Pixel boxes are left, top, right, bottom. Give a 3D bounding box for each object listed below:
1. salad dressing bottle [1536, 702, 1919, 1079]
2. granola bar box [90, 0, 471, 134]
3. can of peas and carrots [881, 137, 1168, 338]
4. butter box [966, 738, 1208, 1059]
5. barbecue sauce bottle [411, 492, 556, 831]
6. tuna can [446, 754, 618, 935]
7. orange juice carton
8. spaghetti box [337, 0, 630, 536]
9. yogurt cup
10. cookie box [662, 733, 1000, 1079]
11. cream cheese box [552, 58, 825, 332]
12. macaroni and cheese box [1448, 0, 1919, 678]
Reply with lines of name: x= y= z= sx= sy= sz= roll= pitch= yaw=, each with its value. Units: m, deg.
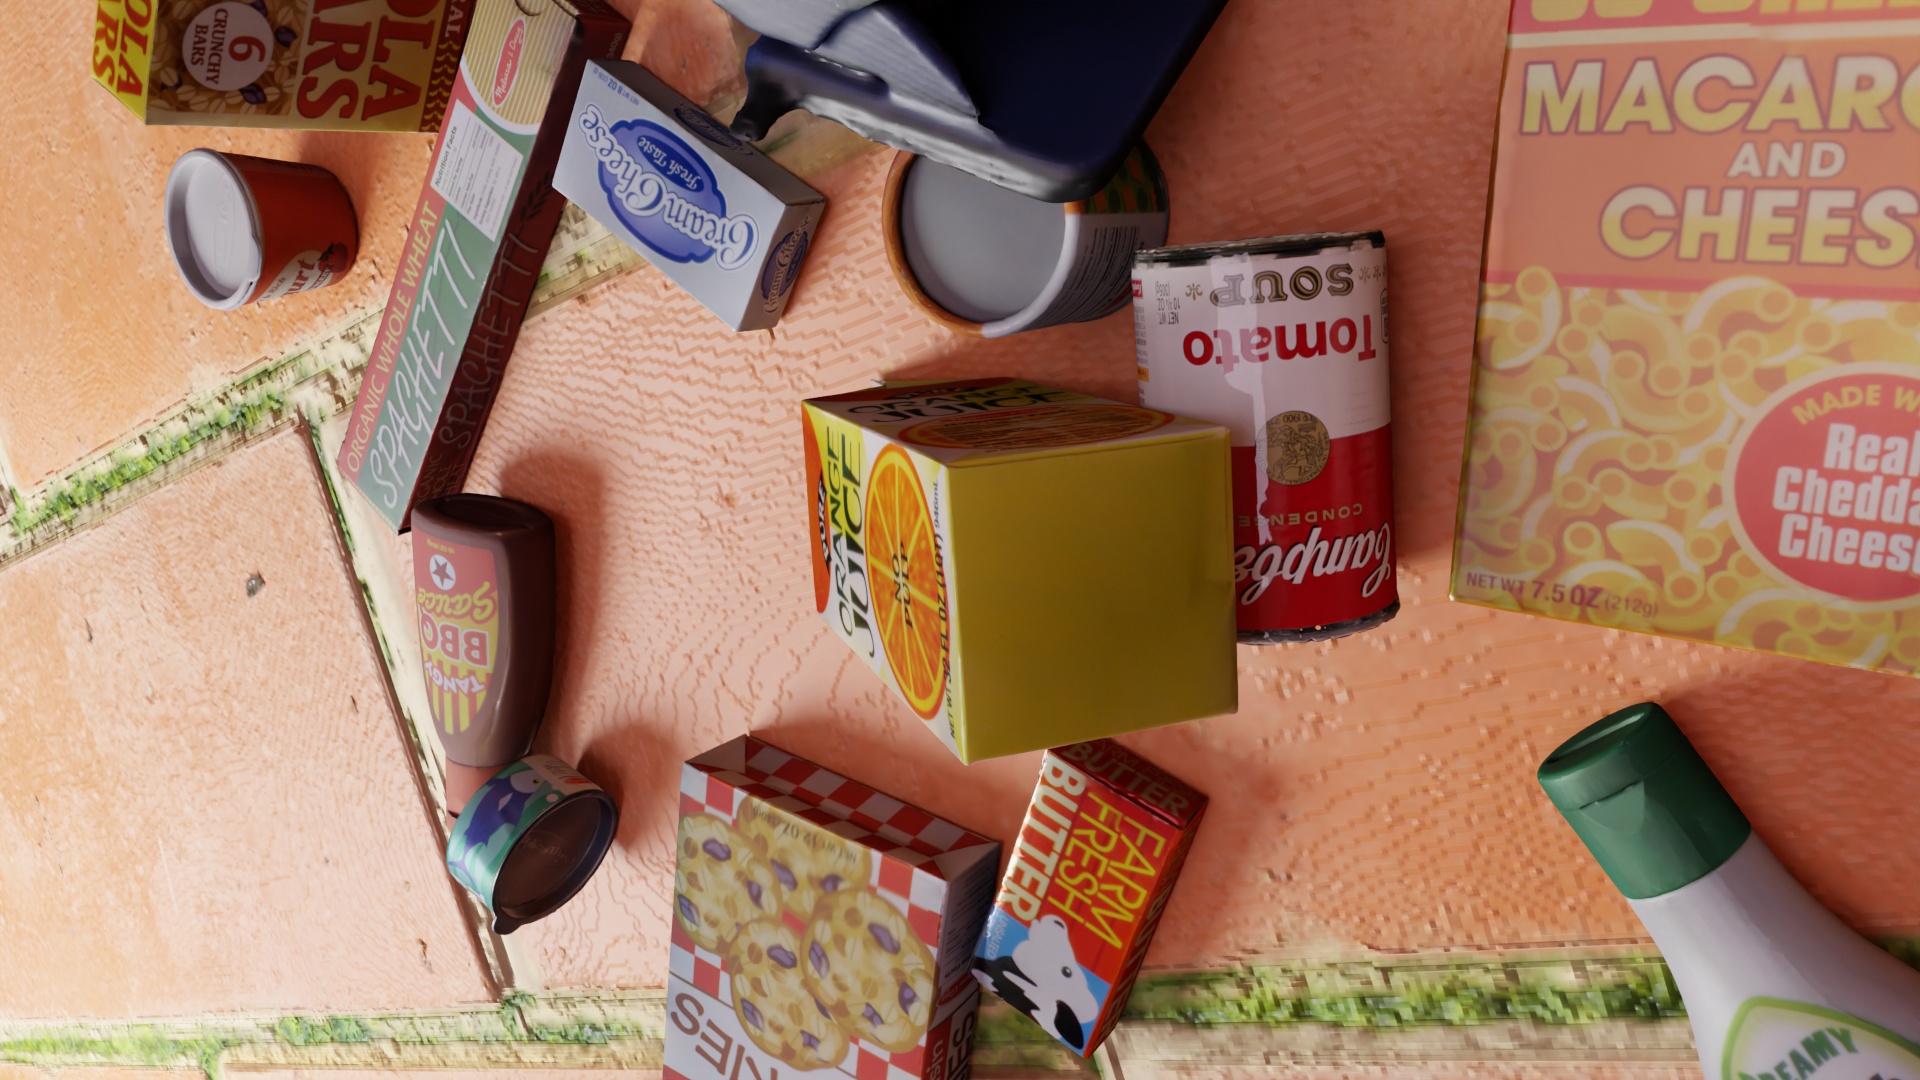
salad dressing bottle: x=0.205 y=0.111 z=0.349 sx=0.064 sy=0.044 sz=0.148 roll=-41 pitch=79 yaw=35
granola bar box: x=-0.229 y=-0.231 z=0.494 sx=0.039 sy=0.125 sz=0.164 roll=36 pitch=119 yaw=21
can of peas and carrots: x=0.017 y=-0.096 z=0.408 sx=0.071 sy=0.059 sz=0.070 roll=9 pitch=107 yaw=31
butter box: x=0.041 y=0.119 z=0.470 sx=0.053 sy=0.024 sz=0.103 roll=29 pitch=116 yaw=25
barbecue sauce bottle: x=-0.206 y=0.057 z=0.603 sx=0.065 sy=0.044 sz=0.148 roll=15 pitch=111 yaw=28
tuna can: x=-0.183 y=0.129 z=0.591 sx=0.033 sy=0.071 sz=0.070 roll=30 pitch=117 yaw=25
orange juice carton: x=0.001 y=-0.005 z=0.403 sx=0.193 sy=0.073 sz=0.071 roll=-150 pitch=55 yaw=-68
spaghetti box: x=-0.200 y=-0.111 z=0.565 sx=0.050 sy=0.029 sz=0.248 roll=42 pitch=121 yaw=17
yogurt cup: x=-0.306 y=-0.137 z=0.611 sx=0.072 sy=0.054 sz=0.072 roll=9 pitch=107 yaw=31
cookie box: x=-0.055 y=0.174 z=0.538 sx=0.123 sy=0.040 sz=0.166 roll=17 pitch=110 yaw=29
cream cheese box: x=-0.099 y=-0.124 z=0.498 sx=0.104 sy=0.024 sz=0.053 roll=38 pitch=121 yaw=19
macaroni and cheese box: x=0.186 y=-0.059 z=0.319 sx=0.124 sy=0.040 sz=0.166 roll=10 pitch=108 yaw=31
